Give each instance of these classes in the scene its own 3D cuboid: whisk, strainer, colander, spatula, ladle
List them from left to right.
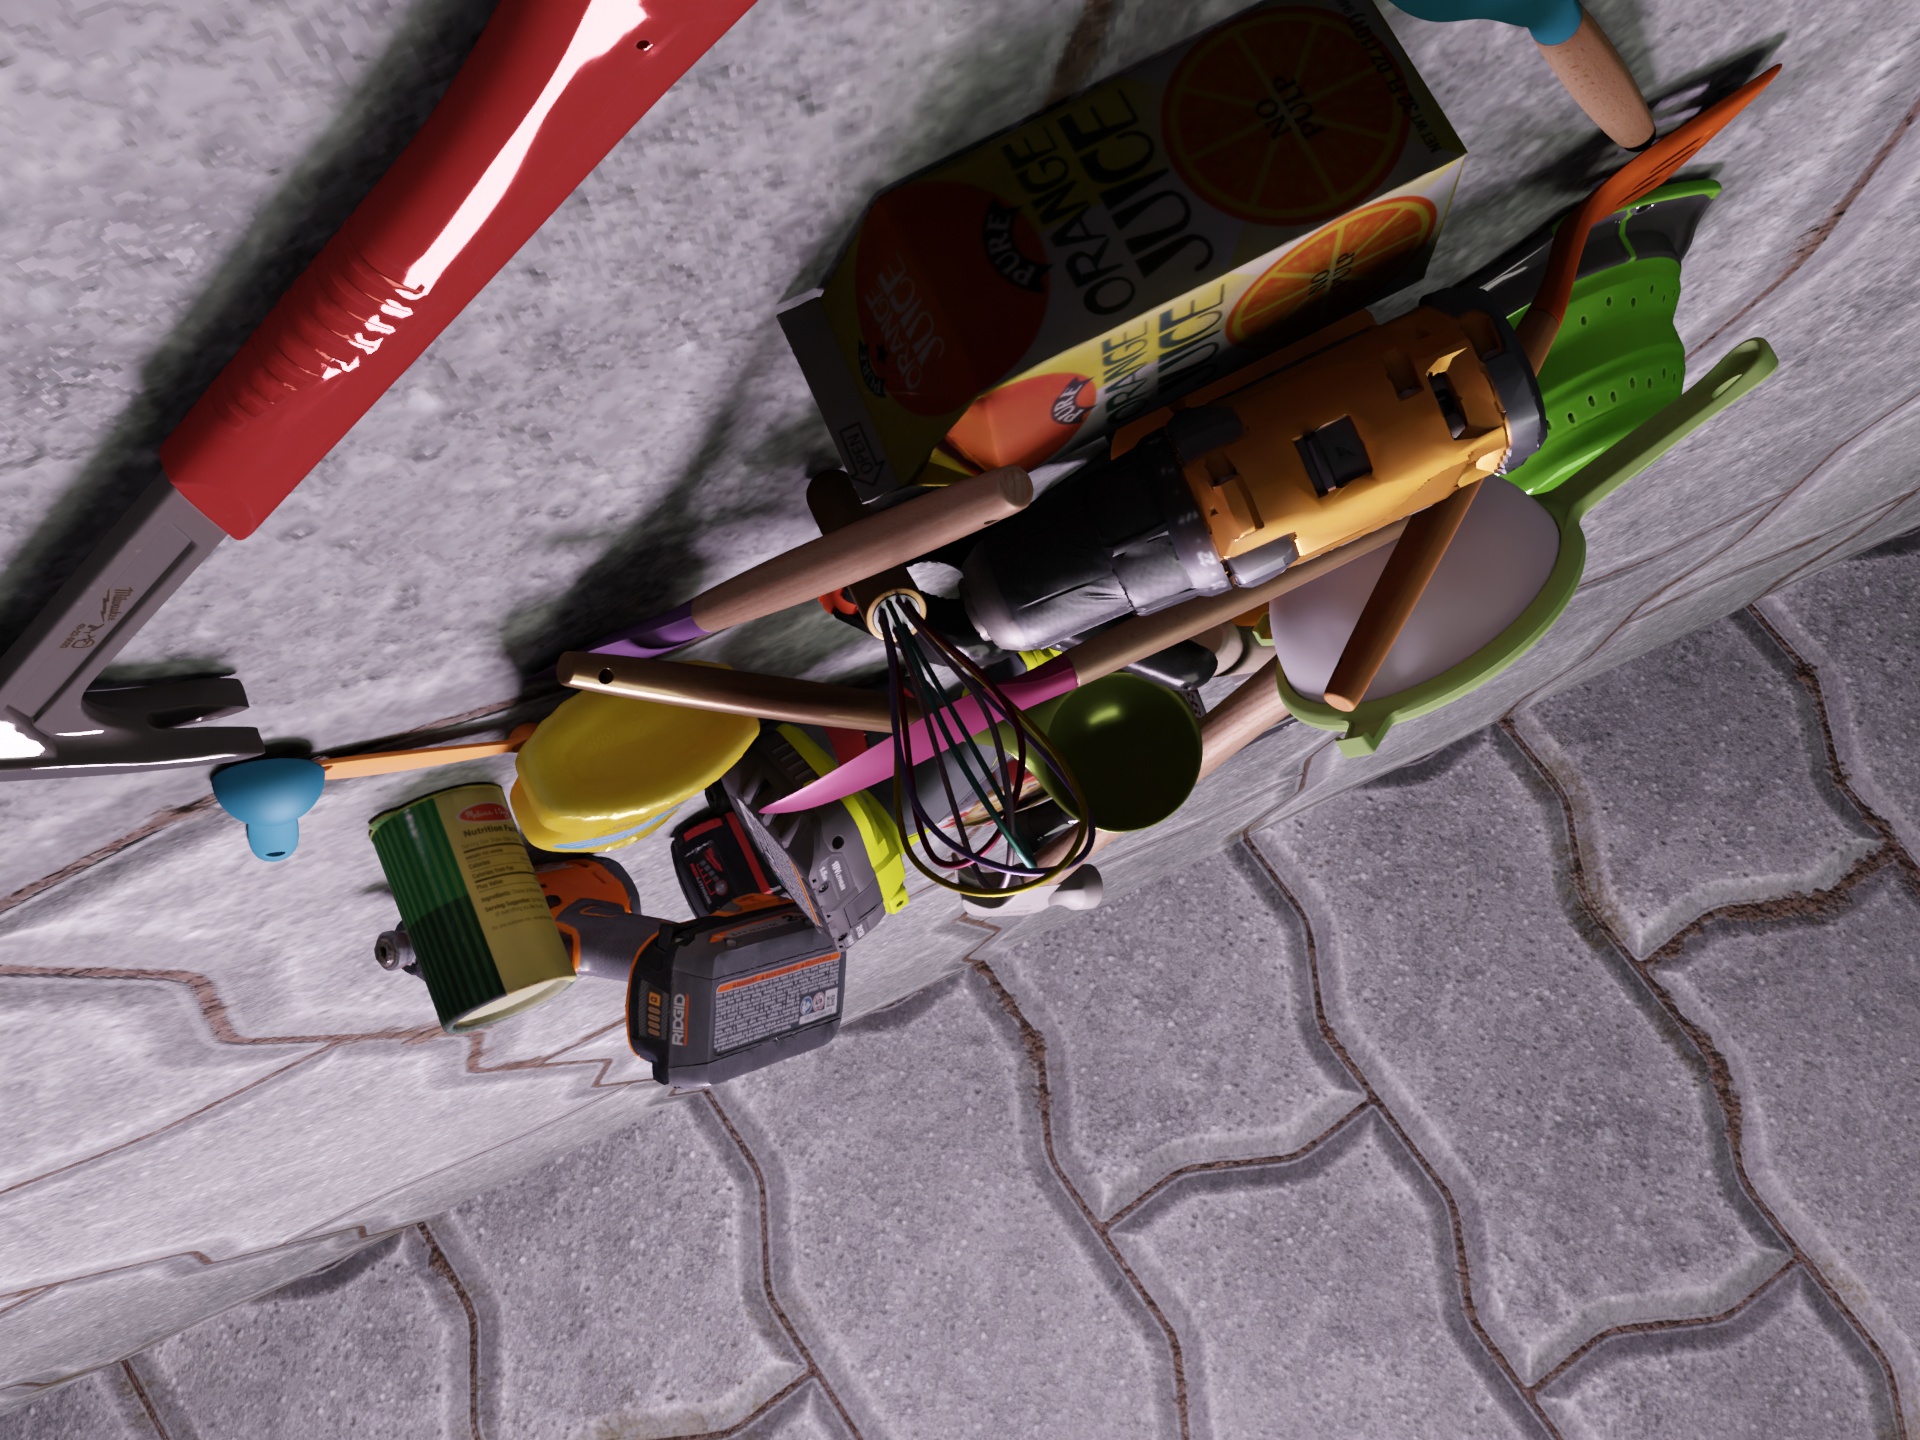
[{"bbox_3d":[-0.075,-0.043,0.559,0.059,0.018,0.316,-16,-178,-36],"label":"spatula"},{"bbox_3d":[-0.019,-0.023,0.519,0.047,0.245,0.051,-43,127,11],"label":"whisk"},{"bbox_3d":[-0.018,0.000,0.670,0.320,0.078,0.062,8,-174,-42],"label":"ladle"},{"bbox_3d":[0.268,-0.125,0.874,0.204,0.094,0.397,-19,165,-25],"label":"colander"},{"bbox_3d":[0.234,-0.100,0.700,0.256,0.069,0.152,-37,-158,11],"label":"strainer"},{"bbox_3d":[0.227,-0.134,0.627,0.323,0.041,0.081,-58,-179,-15],"label":"spatula"},{"bbox_3d":[0.192,-0.228,0.510,0.082,0.044,0.317,-34,169,29],"label":"spatula"}]

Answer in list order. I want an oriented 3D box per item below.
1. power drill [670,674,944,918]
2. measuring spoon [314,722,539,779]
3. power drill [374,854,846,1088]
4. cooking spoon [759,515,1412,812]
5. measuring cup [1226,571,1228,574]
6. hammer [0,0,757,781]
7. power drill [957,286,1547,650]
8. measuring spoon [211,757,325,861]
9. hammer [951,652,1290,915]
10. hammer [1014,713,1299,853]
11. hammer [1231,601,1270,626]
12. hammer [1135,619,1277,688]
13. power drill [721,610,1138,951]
[{"bbox_3d":[-0.099,0.055,0.945,0.143,0.079,0.219,-20,162,-28],"label":"power drill"},{"bbox_3d":[-0.232,0.012,0.685,0.117,0.011,0.021,-9,163,-41],"label":"measuring spoon"},{"bbox_3d":[-0.193,0.129,0.861,0.227,0.084,0.164,9,-171,35],"label":"power drill"},{"bbox_3d":[0.066,-0.030,0.633,0.319,0.017,0.069,-25,178,-11],"label":"cooking spoon"},{"bbox_3d":[0.145,-0.099,0.800,0.095,0.052,0.173,-55,168,13],"label":"measuring cup"},{"bbox_3d":[-0.166,-0.076,0.405,0.359,0.037,0.149,-33,165,31],"label":"hammer"},{"bbox_3d":[0.095,-0.089,0.578,0.185,0.084,0.226,-24,-171,11],"label":"power drill"},{"bbox_3d":[-0.289,0.047,0.670,0.042,0.021,0.128,-6,161,-24],"label":"measuring spoon"},{"bbox_3d":[0.100,0.045,0.925,0.130,0.031,0.331,-2,154,-31],"label":"hammer"},{"bbox_3d":[0.174,0.009,1.000,0.335,0.035,0.146,-27,170,19],"label":"hammer"},{"bbox_3d":[0.168,-0.058,1.081,0.337,0.034,0.127,-20,167,-23],"label":"hammer"},{"bbox_3d":[0.176,-0.039,0.952,0.146,0.038,0.410,-28,171,25],"label":"hammer"},{"bbox_3d":[-0.001,-0.003,0.793,0.228,0.080,0.190,-37,154,-15],"label":"power drill"}]
